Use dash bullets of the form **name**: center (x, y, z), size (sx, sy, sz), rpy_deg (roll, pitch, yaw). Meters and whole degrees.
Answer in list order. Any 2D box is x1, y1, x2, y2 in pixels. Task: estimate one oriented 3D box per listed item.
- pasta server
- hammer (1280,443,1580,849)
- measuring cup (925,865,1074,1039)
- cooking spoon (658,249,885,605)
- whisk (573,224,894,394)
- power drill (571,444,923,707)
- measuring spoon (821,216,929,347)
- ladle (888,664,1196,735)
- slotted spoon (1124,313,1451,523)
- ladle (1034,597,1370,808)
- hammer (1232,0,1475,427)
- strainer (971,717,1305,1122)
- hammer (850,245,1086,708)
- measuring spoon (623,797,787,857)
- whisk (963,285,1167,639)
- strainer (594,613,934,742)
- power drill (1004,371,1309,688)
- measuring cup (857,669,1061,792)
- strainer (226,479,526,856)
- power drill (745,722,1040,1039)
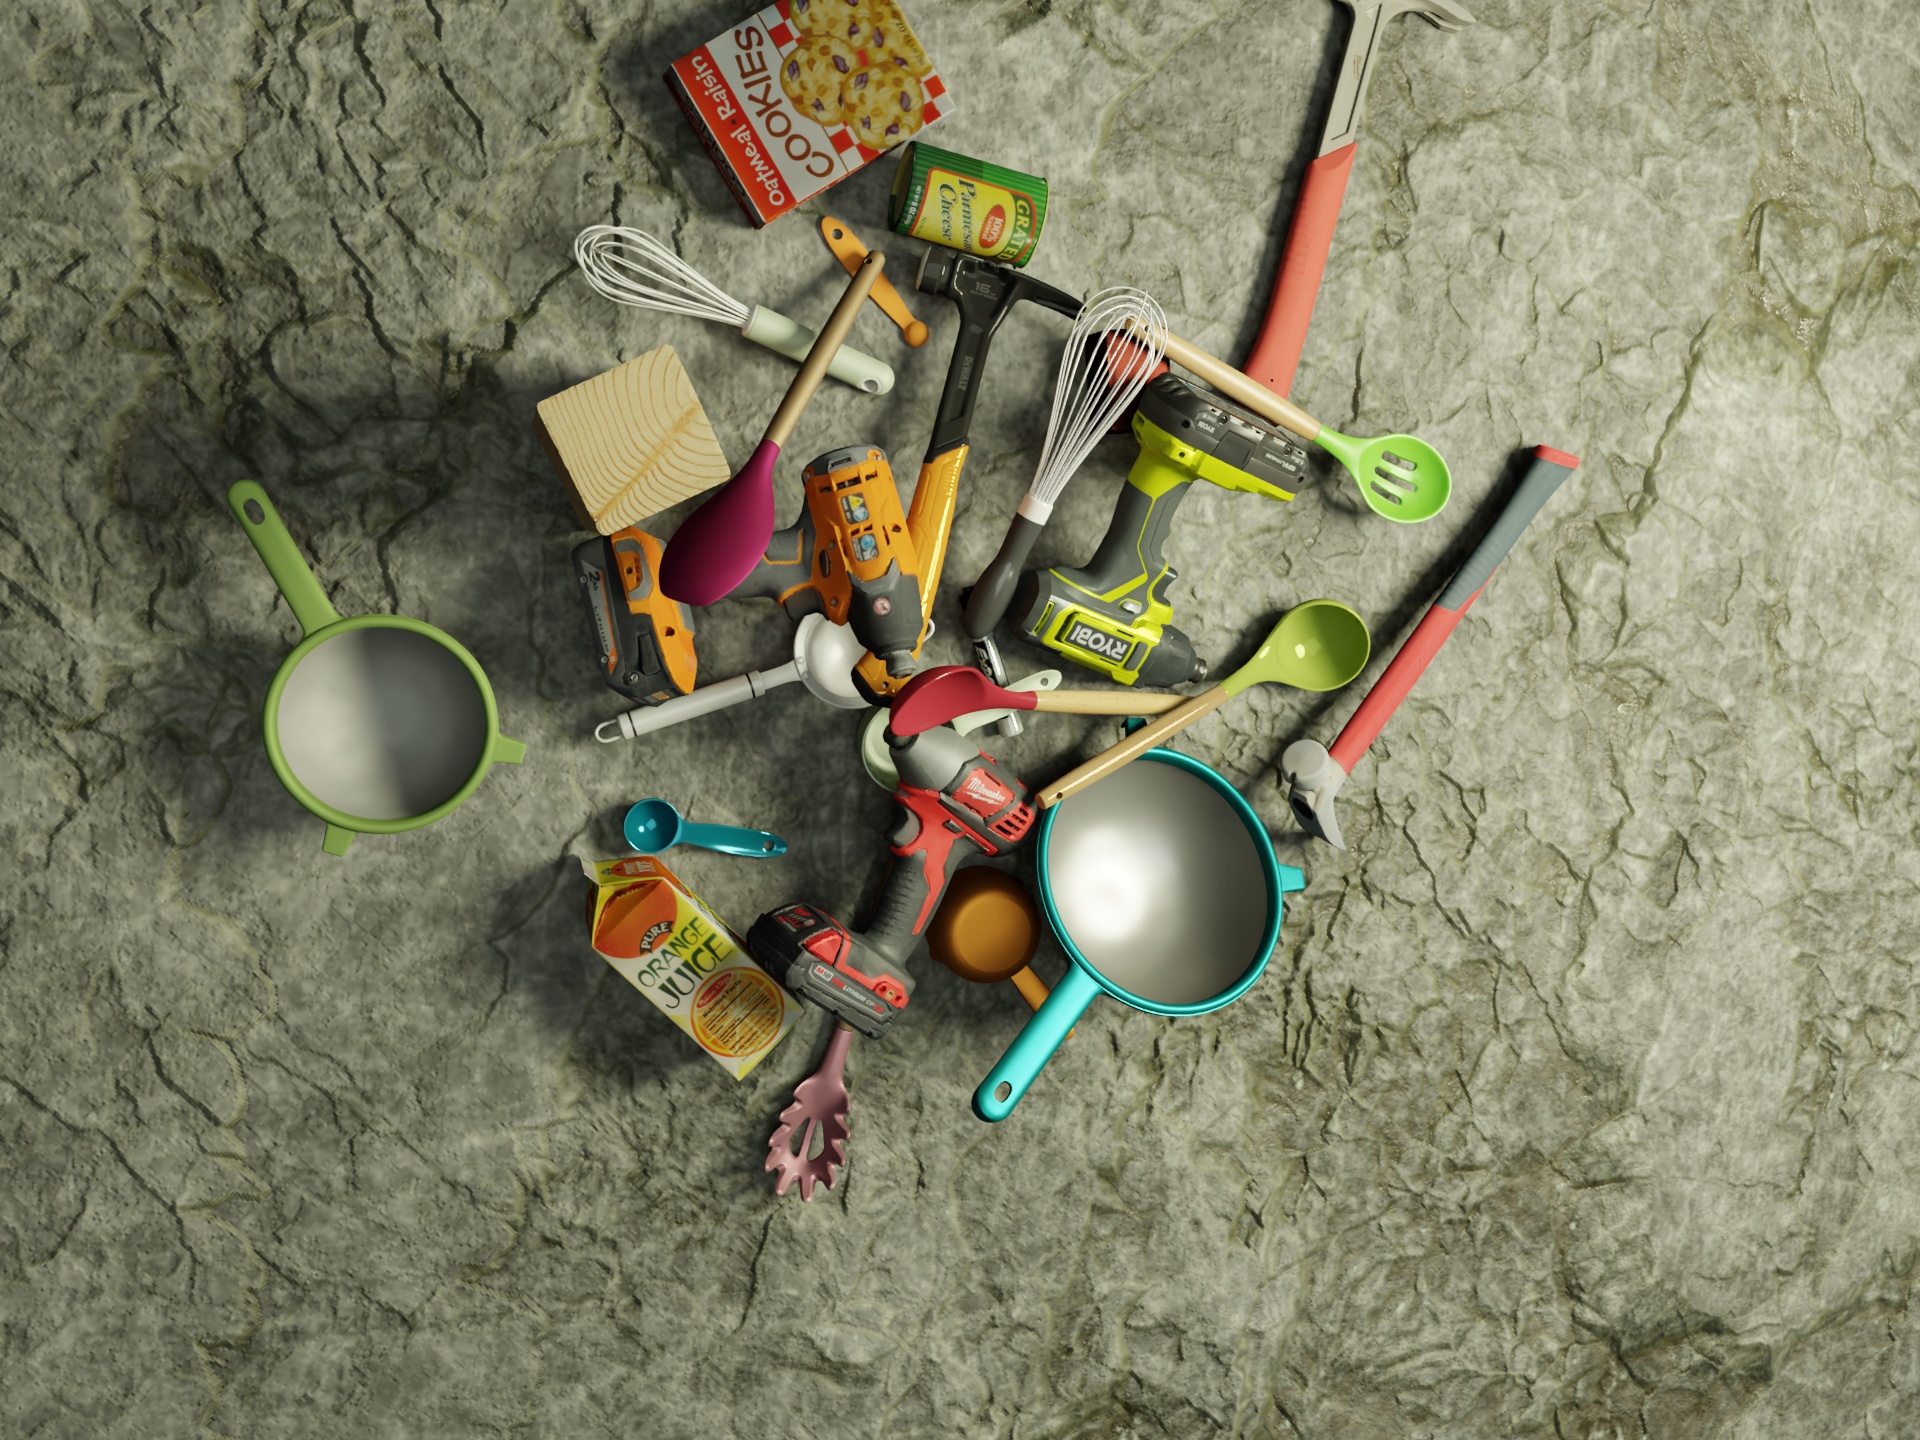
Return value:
- **pasta server**: center (-0.081, 0.214, 1.230), size (0.060, 0.040, 0.316), rpy_deg (18, 91, -6)
- **hammer**: center (0.393, -0.069, 1.310), size (0.386, 0.038, 0.143), rpy_deg (-51, 145, -12)
- **measuring cup**: center (0.044, 0.194, 1.253), size (0.095, 0.052, 0.173), rpy_deg (-39, 103, -8)
- **cooking spoon**: center (-0.121, -0.209, 1.100), size (0.069, 0.017, 0.319), rpy_deg (15, 64, 20)
- **whisk**: center (-0.158, -0.290, 1.139), size (0.246, 0.057, 0.059), rpy_deg (21, 56, -21)
- **power drill**: center (-0.139, -0.084, 1.108), size (0.226, 0.084, 0.164), rpy_deg (-17, 80, 2)
- **measuring spoon**: center (-0.063, -0.325, 1.176), size (0.021, 0.011, 0.116), rpy_deg (-43, 106, -7)
- **ladle**: center (0.073, -0.014, 1.182), size (0.315, 0.031, 0.069), rpy_deg (1, 140, -39)
- **slotted spoon**: center (0.255, -0.237, 1.231), size (0.313, 0.031, 0.070), rpy_deg (24, 90, -23)
- **ladle**: center (0.191, -0.008, 1.229), size (0.320, 0.062, 0.078), rpy_deg (-29, 114, -26)
- **hammer**: center (0.291, -0.407, 1.252), size (0.149, 0.037, 0.359), rpy_deg (14, 93, -17)
- **strainer**: center (0.101, 0.174, 1.207), size (0.211, 0.095, 0.340), rpy_deg (43, 61, -3)
- **hammer**: center (-0.009, -0.171, 1.164), size (0.127, 0.034, 0.337), rpy_deg (16, 85, -7)
- **measuring spoon**: center (-0.192, 0.085, 1.196), size (0.128, 0.021, 0.042), rpy_deg (12, 93, -26)
- **whisk**: center (0.069, -0.184, 1.167), size (0.070, 0.070, 0.284), rpy_deg (22, 108, -17)
- **strainer**: center (-0.144, -0.031, 1.172), size (0.258, 0.050, 0.087), rpy_deg (-19, 93, -12)
- **power drill**: center (0.158, -0.133, 1.205), size (0.171, 0.080, 0.223), rpy_deg (20, 112, -24)
- **measuring cup**: center (-0.002, -0.004, 1.220), size (0.167, 0.038, 0.083), rpy_deg (-25, 110, -11)
- **strainer**: center (-0.419, -0.047, 1.084), size (0.151, 0.069, 0.256), rpy_deg (-29, 103, -8)
- **power drill**: center (-0.050, 0.108, 1.165), size (0.143, 0.079, 0.220), rpy_deg (40, 83, -33)
